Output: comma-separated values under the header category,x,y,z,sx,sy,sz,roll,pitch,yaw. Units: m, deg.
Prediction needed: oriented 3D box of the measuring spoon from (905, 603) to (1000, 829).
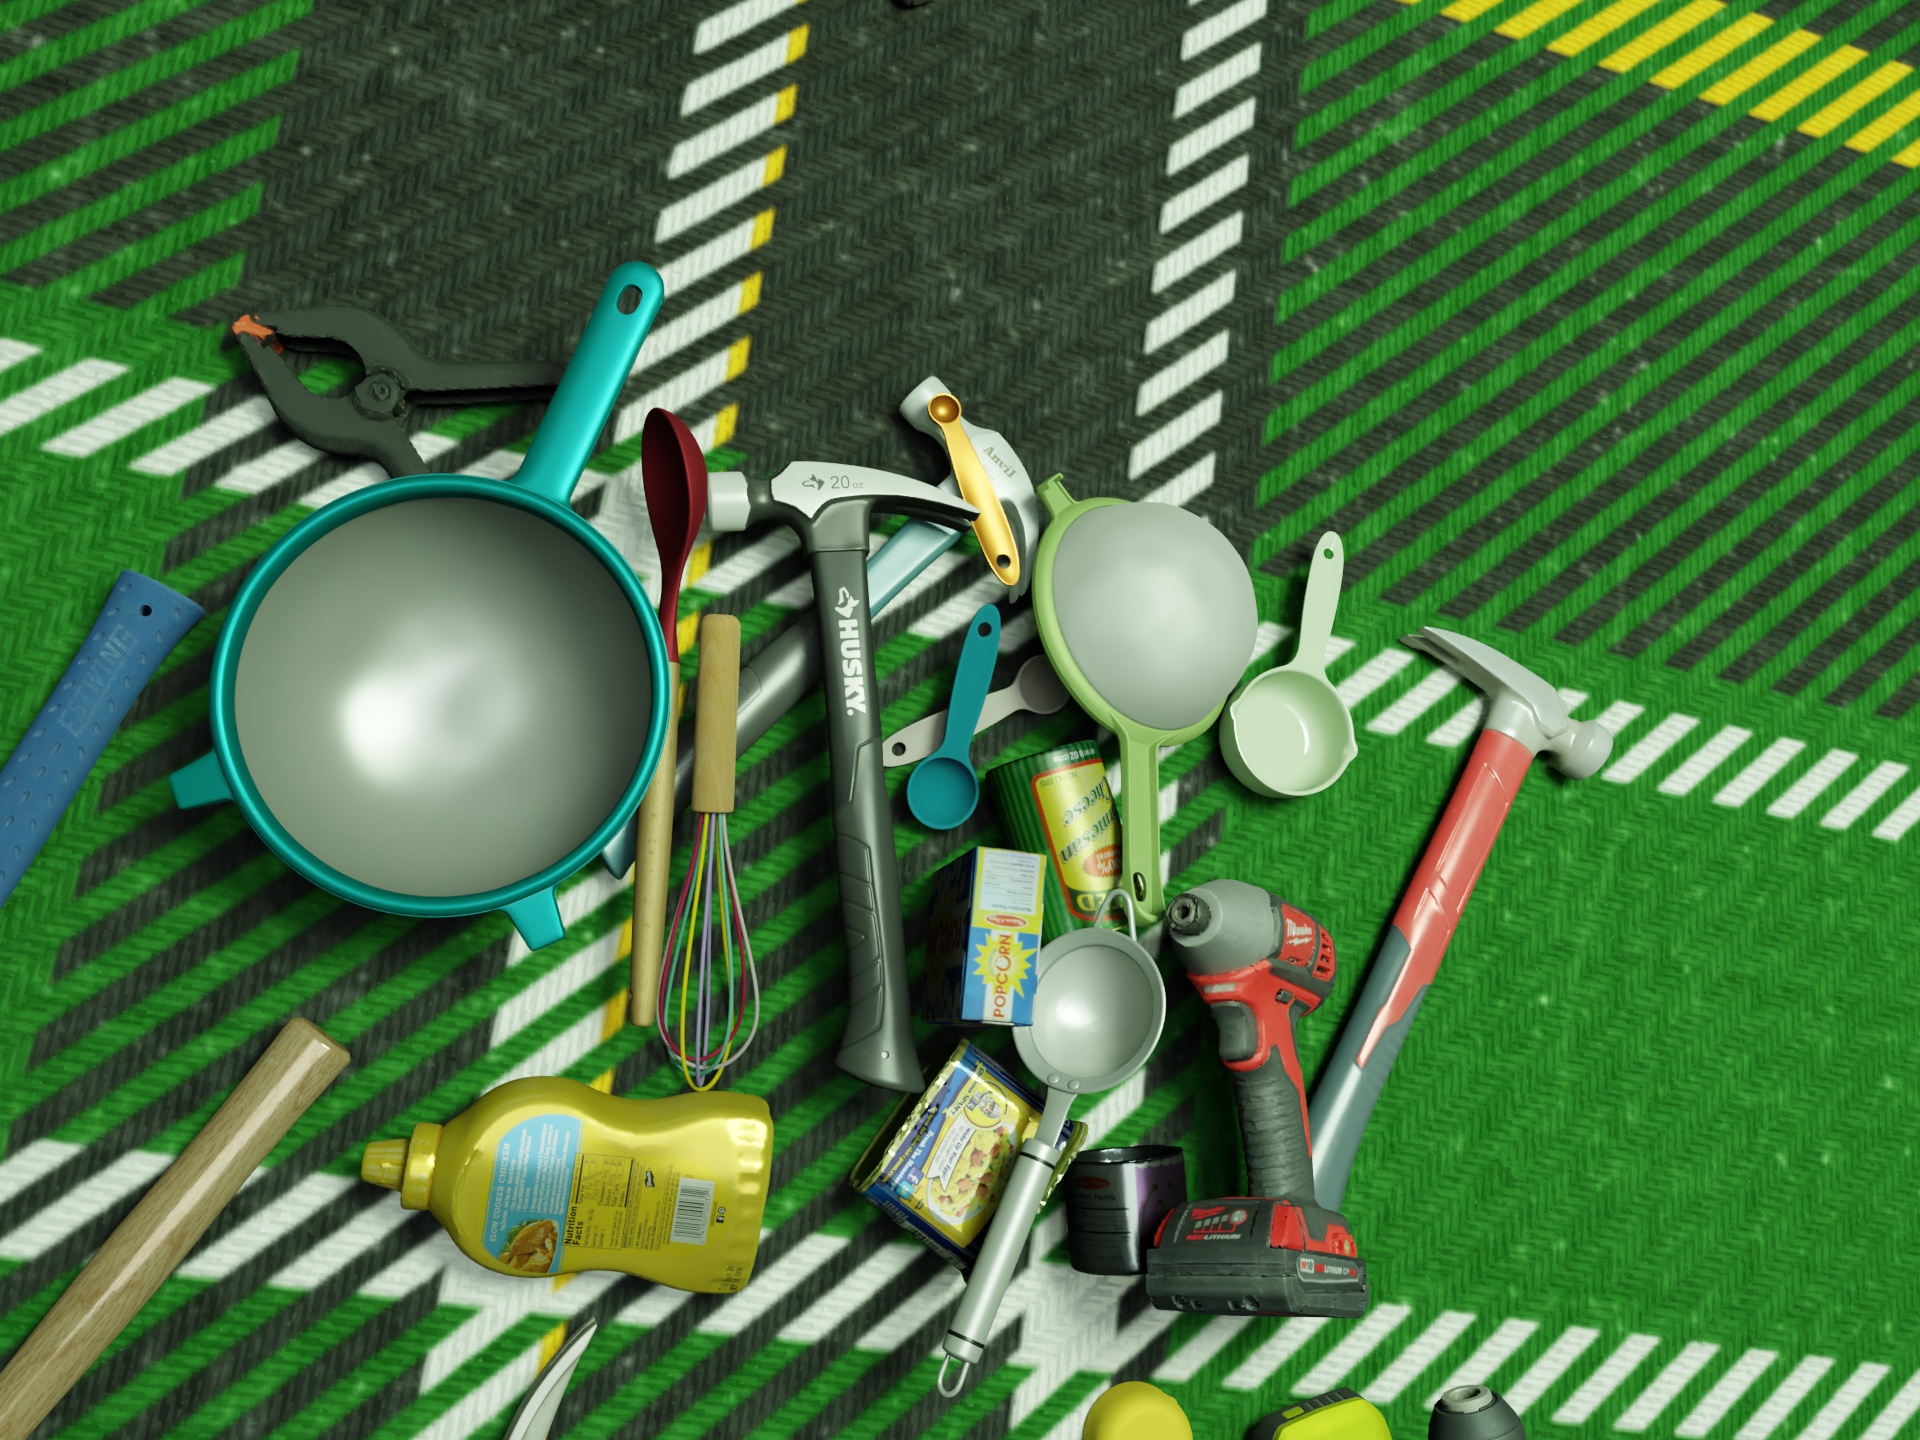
category,x,y,z,sx,sy,sz,roll,pitch,yaw
measuring spoon,-0.001,-0.003,0.888,0.042,0.021,0.128,16,87,-19

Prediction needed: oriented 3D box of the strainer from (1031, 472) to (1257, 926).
category,x,y,z,sx,sy,sz,roll,pitch,yaw
strainer,0.114,-0.017,0.864,0.151,0.069,0.257,19,60,-32

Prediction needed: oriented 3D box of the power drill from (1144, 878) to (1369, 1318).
category,x,y,z,sx,sy,sz,roll,pitch,yaw
power drill,0.151,0.194,0.831,0.143,0.078,0.220,30,55,-49

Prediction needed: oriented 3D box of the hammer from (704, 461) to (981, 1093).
category,x,y,z,sx,sy,sz,roll,pitch,yaw
hammer,-0.048,0.026,0.836,0.146,0.035,0.335,-4,79,-14

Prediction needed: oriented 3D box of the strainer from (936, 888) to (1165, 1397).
category,x,y,z,sx,sy,sz,roll,pitch,yaw
strainer,0.042,0.210,0.797,0.050,0.087,0.258,48,60,-49

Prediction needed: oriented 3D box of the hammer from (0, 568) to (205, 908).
category,x,y,z,sx,sy,sz,roll,pitch,yaw
hammer,-0.485,0.108,0.738,0.144,0.035,0.406,27,74,-9

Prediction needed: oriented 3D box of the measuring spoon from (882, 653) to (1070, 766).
category,x,y,z,sx,sy,sz,roll,pitch,yaw
measuring spoon,0.006,-0.004,0.906,0.124,0.018,0.034,-24,102,-12

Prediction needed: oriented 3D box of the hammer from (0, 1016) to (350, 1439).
category,x,y,z,sx,sy,sz,roll,pitch,yaw
hammer,-0.403,0.282,0.729,0.130,0.031,0.331,39,72,-5

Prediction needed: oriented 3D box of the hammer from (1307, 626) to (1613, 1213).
category,x,y,z,sx,sy,sz,roll,pitch,yaw
hammer,0.251,0.130,0.932,0.143,0.038,0.386,32,73,-6

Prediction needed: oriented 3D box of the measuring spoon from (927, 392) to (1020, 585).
category,x,y,z,sx,sy,sz,roll,pitch,yaw
measuring spoon,0.007,-0.129,0.897,0.021,0.011,0.117,-20,87,-19

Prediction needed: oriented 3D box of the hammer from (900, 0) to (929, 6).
category,x,y,z,sx,sy,sz,roll,pitch,yaw
hammer,-0.111,-0.585,0.974,0.127,0.034,0.337,-30,88,-19

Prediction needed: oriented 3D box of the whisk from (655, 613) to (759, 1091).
category,x,y,z,sx,sy,sz,roll,pitch,yaw
whisk,-0.128,0.068,0.819,0.047,0.051,0.245,2,91,-41

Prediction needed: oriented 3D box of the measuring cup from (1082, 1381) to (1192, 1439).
category,x,y,z,sx,sy,sz,roll,pitch,yaw
measuring cup,0.123,0.426,0.844,0.062,0.029,0.156,-32,87,-18

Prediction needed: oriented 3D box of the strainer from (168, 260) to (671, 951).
category,x,y,z,sx,sy,sz,roll,pitch,yaw
strainer,-0.225,-0.067,0.801,0.211,0.095,0.340,23,80,-4

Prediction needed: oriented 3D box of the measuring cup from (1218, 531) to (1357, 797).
category,x,y,z,sx,sy,sz,roll,pitch,yaw
measuring cup,0.200,-0.033,0.951,0.083,0.038,0.168,18,73,-11

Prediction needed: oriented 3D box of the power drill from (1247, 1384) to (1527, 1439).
category,x,y,z,sx,sy,sz,roll,pitch,yaw
power drill,0.226,0.405,0.771,0.080,0.228,0.190,-12,83,-17

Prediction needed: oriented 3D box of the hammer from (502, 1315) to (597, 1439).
category,x,y,z,sx,sy,sz,roll,pitch,yaw
hammer,-0.040,0.440,0.795,0.410,0.038,0.146,26,73,-10

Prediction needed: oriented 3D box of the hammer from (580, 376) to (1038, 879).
category,x,y,z,sx,sy,sz,roll,pitch,yaw
hammer,-0.082,-0.043,0.878,0.128,0.033,0.331,45,72,-2

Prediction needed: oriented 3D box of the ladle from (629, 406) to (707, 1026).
category,x,y,z,sx,sy,sz,roll,pitch,yaw
ladle,-0.153,-0.004,0.812,0.031,0.069,0.315,6,82,-27
